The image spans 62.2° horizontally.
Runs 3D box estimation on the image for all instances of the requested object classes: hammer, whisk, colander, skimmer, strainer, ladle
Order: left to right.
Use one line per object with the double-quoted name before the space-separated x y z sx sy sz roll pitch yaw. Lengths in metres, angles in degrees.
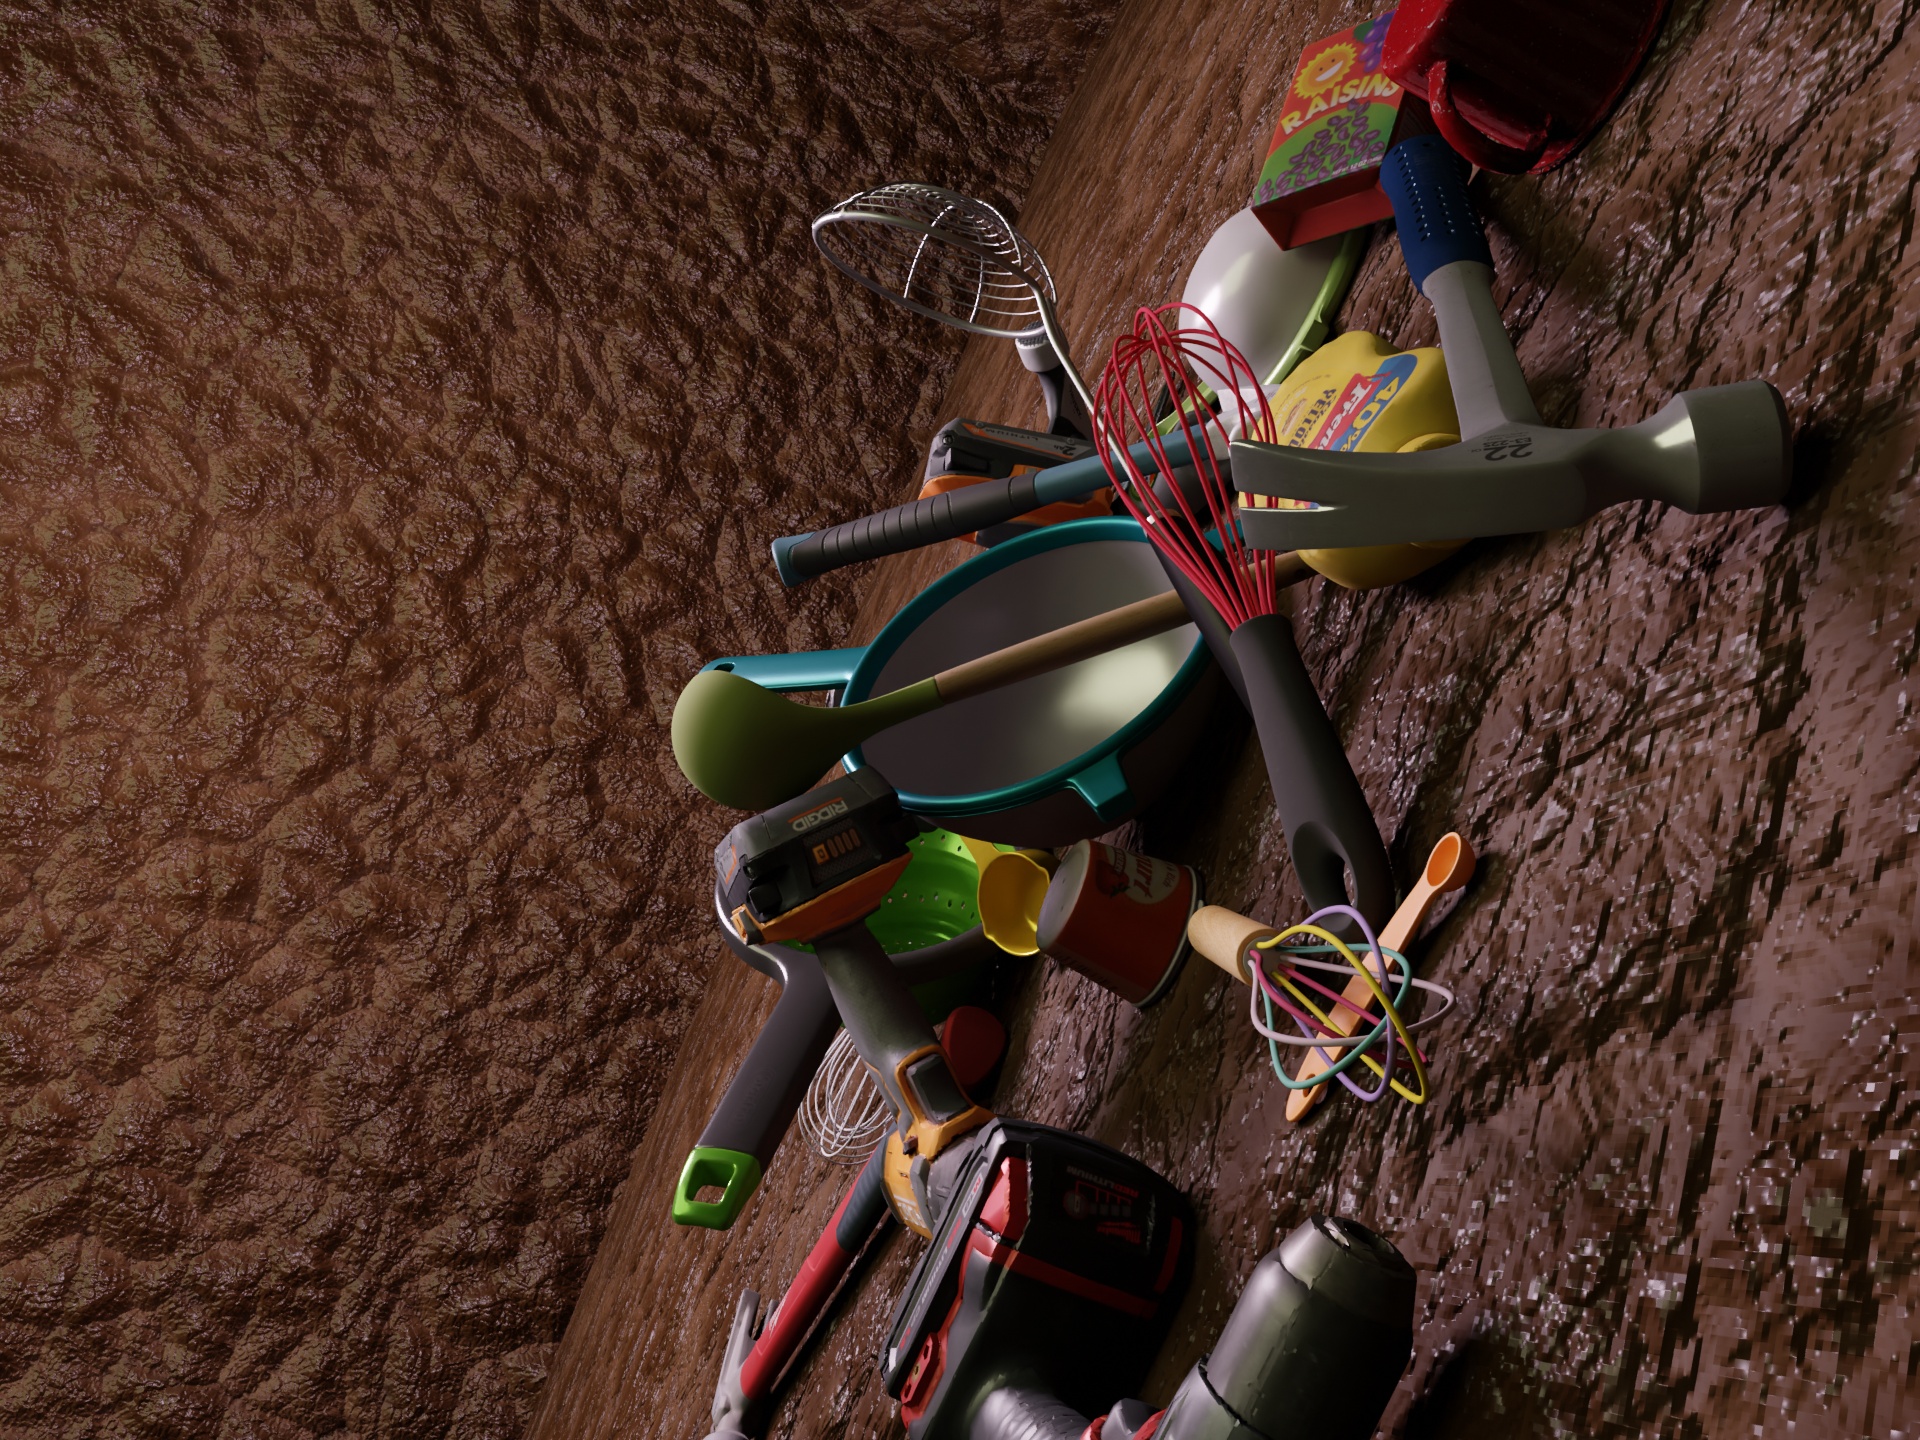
"colander" -0.066 0.167 0.918 0.397 0.204 0.094 -61 -31 -57
"hammer" -0.070 0.309 0.989 0.386 0.038 0.143 -61 9 28
"whisk" -0.029 0.161 1.068 0.285 0.070 0.070 -64 8 -20
"strainer" -0.001 -0.003 0.856 0.340 0.095 0.211 -2 45 38
"ladle" 0.014 -0.030 0.749 0.062 0.320 0.078 -100 -11 -53
"hammer" 0.030 -0.094 1.096 0.149 0.036 0.409 61 -142 -42
"hammer" 0.033 -0.126 0.888 0.331 0.033 0.128 -12 16 26
"skimmer" 0.042 -0.118 0.730 0.090 0.127 0.364 -35 63 17
"strainer" 0.155 -0.241 0.988 0.256 0.069 0.152 -43 25 63
"whisk" 0.108 -0.048 0.602 0.073 0.073 0.296 124 142 -47
"whisk" 0.107 0.086 0.526 0.051 0.047 0.245 -57 1 -3
"hammer" 0.181 -0.161 0.595 0.406 0.144 0.035 -71 -30 -57

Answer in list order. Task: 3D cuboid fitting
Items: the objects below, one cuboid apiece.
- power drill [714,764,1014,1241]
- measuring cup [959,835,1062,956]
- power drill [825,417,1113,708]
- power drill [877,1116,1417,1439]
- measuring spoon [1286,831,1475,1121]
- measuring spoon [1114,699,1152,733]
"power drill" -0.026 0.138 0.719 0.084 0.226 0.185 -25 -4 -18
"measuring cup" 0.015 0.060 0.886 0.062 0.029 0.157 -51 59 35
"power drill" 0.011 -0.070 0.979 0.084 0.164 0.227 108 170 -64
"power drill" 0.051 0.203 0.489 0.188 0.080 0.227 -65 13 4
"measuring spoon" 0.135 0.086 0.512 0.021 0.011 0.117 -82 15 -66
"measuring spoon" 0.101 0.002 0.873 0.042 0.021 0.129 -10 42 43
